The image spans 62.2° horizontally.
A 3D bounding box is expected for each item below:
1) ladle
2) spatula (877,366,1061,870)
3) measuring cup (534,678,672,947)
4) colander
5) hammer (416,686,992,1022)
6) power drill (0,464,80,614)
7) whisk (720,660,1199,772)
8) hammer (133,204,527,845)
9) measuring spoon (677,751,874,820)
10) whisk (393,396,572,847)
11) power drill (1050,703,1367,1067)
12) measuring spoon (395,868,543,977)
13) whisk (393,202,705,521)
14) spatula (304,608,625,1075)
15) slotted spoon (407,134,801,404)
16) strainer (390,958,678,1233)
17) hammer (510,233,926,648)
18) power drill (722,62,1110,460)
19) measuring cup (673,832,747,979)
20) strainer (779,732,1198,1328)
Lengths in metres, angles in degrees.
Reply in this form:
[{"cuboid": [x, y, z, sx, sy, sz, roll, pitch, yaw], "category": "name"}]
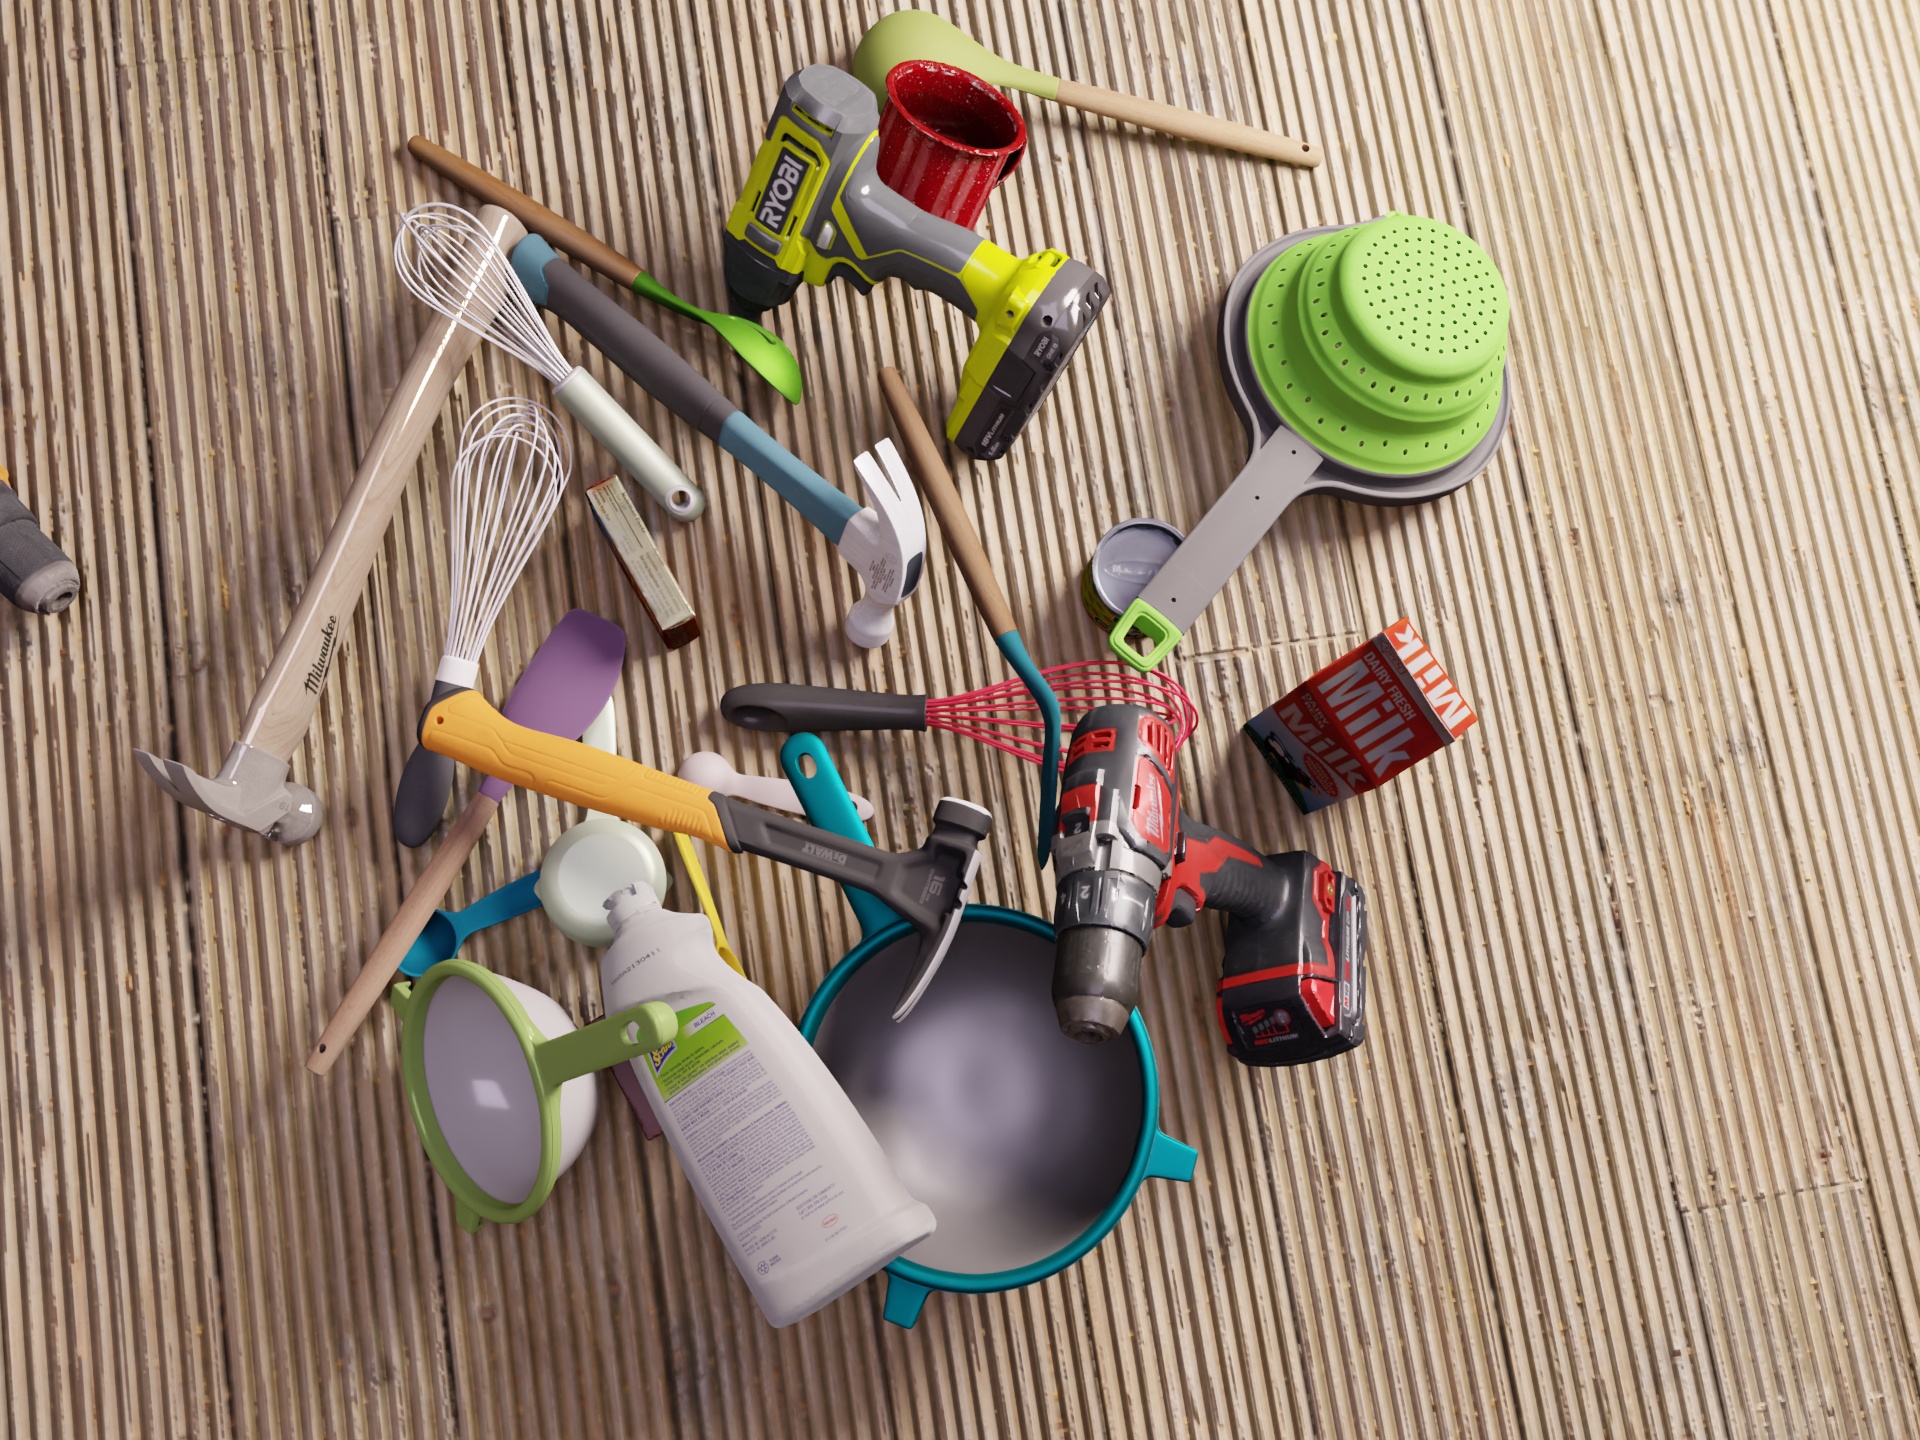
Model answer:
[{"cuboid": [0.086, -0.407, 1.063, 0.320, 0.062, 0.078, 11, 73, -9], "category": "ladle"}, {"cuboid": [0.006, -0.069, 0.933, 0.044, 0.082, 0.318, -22, 77, -7], "category": "spatula"}, {"cuboid": [-0.218, 0.052, 0.965, 0.083, 0.038, 0.168, -2, 78, -12], "category": "measuring cup"}, {"cuboid": [0.222, -0.186, 0.965, 0.204, 0.094, 0.397, 39, 69, 2], "category": "colander"}, {"cuboid": [-0.159, 0.059, 0.908, 0.337, 0.034, 0.127, 18, 77, 9], "category": "hammer"}, {"cuboid": [-0.661, -0.076, 0.944, 0.185, 0.084, 0.226, 42, 77, 2], "category": "power drill"}, {"cuboid": [-0.002, -0.003, 0.980, 0.296, 0.073, 0.073, 2, 81, 3], "category": "whisk"}, {"cuboid": [-0.355, -0.133, 0.948, 0.038, 0.146, 0.411, 16, 76, 10], "category": "hammer"}, {"cuboid": [-0.114, 0.044, 0.986, 0.124, 0.018, 0.034, 11, 80, -2], "category": "measuring spoon"}, {"cuboid": [-0.299, -0.060, 0.975, 0.070, 0.070, 0.284, 14, 86, -1], "category": "whisk"}, {"cuboid": [0.131, 0.118, 0.878, 0.226, 0.080, 0.188, 36, 49, -34], "category": "power drill"}, {"cuboid": [-0.284, 0.117, 0.969, 0.128, 0.021, 0.042, -25, 81, -16], "category": "measuring spoon"}, {"cuboid": [-0.246, -0.213, 0.969, 0.058, 0.059, 0.246, -42, 111, 4], "category": "whisk"}, {"cuboid": [-0.296, 0.069, 0.954, 0.060, 0.018, 0.316, 25, 73, 15], "category": "spatula"}, {"cuboid": [-0.227, -0.294, 1.017, 0.314, 0.070, 0.031, 32, 98, 8], "category": "slotted spoon"}, {"cuboid": [-0.216, 0.186, 0.877, 0.069, 0.256, 0.151, -11, 79, -49], "category": "strainer"}, {"cuboid": [-0.153, -0.188, 0.984, 0.331, 0.128, 0.033, 40, 49, 9], "category": "hammer"}, {"cuboid": [-0.037, -0.268, 0.979, 0.223, 0.171, 0.080, 34, 44, -1], "category": "power drill"}, {"cuboid": [-0.163, 0.121, 0.960, 0.029, 0.062, 0.157, -24, 72, 3], "category": "measuring cup"}, {"cuboid": [-0.017, 0.162, 0.940, 0.211, 0.095, 0.341, -29, 73, 4], "category": "strainer"}]
